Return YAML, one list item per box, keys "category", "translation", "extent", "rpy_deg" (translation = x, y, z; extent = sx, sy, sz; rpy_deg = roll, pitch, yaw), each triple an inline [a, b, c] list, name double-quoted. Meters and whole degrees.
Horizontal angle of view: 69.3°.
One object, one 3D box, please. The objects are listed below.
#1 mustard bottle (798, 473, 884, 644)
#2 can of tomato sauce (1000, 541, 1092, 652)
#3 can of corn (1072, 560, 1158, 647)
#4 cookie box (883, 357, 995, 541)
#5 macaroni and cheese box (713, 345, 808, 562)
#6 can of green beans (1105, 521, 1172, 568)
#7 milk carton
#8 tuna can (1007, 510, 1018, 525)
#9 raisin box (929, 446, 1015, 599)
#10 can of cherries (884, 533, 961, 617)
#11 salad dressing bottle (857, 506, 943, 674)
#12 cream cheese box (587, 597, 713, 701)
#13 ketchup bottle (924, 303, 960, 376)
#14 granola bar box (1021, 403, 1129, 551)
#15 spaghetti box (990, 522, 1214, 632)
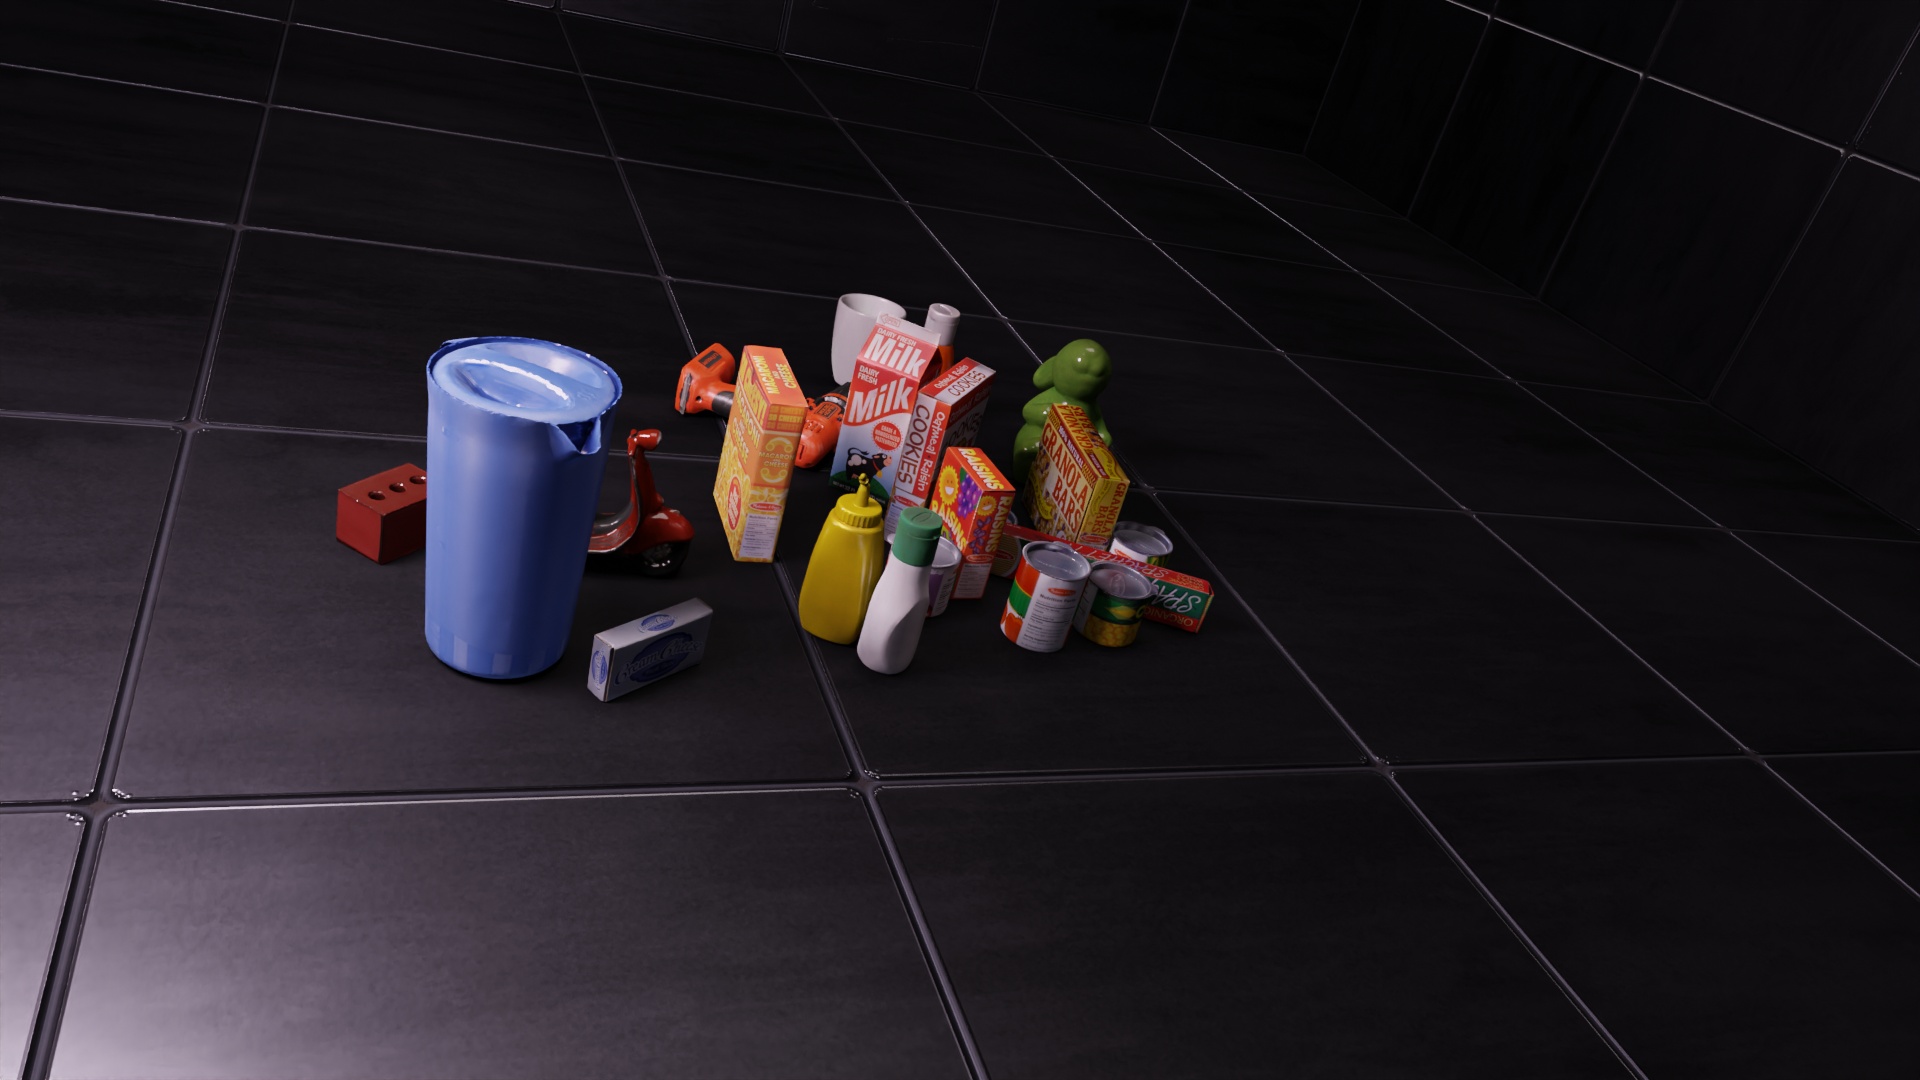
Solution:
- category: "mustard bottle"
  translation: [-0.095, 0.012, 1.193]
  extent: [0.065, 0.159, 0.049]
  rpy_deg: [21, 28, 7]
- category: "can of tomato sauce"
  translation: [0.079, 0.052, 1.295]
  extent: [0.071, 0.082, 0.071]
  rpy_deg: [13, 28, -7]
- category: "can of corn"
  translation: [0.148, 0.062, 1.339]
  extent: [0.071, 0.058, 0.071]
  rpy_deg: [13, 28, -7]
- category: "cookie box"
  translation: [-0.023, -0.089, 1.404]
  extent: [0.040, 0.166, 0.123]
  rpy_deg: [23, 29, 12]
- category: "macaroni and cheese box"
  translation: [-0.190, -0.082, 1.303]
  extent: [0.040, 0.165, 0.124]
  rpy_deg: [4, 31, -23]
- category: "can of green beans"
  translation: [0.178, 0.022, 1.428]
  extent: [0.071, 0.057, 0.071]
  rpy_deg: [13, 28, -7]
- category: "milk carton"
  translation: [-0.074, -0.139, 1.443]
  extent: [0.072, 0.189, 0.074]
  rpy_deg: [22, 28, 10]
- category: "tuna can"
  translation: [0.024, -0.015, 1.438]
  extent: [0.071, 0.032, 0.071]
  rpy_deg: [13, 28, -7]
- category: "raisin box"
  translation: [0.005, -0.017, 1.336]
  extent: [0.040, 0.122, 0.086]
  rpy_deg: [1, 32, -27]
- category: "can of cherries"
  translation: [-0.040, 0.030, 1.297]
  extent: [0.071, 0.058, 0.072]
  rpy_deg: [13, 28, -7]
- category: "salad dressing bottle"
  translation: [-0.049, 0.042, 1.176]
  extent: [0.044, 0.147, 0.064]
  rpy_deg: [29, 30, 22]
- category: "cream cheese box"
  translation: [-0.244, 0.085, 1.094]
  extent: [0.024, 0.053, 0.104]
  rpy_deg: [32, 32, 27]
- category: "ketchup bottle"
  translation: [-0.035, -0.201, 1.618]
  extent: [0.043, 0.148, 0.065]
  rpy_deg: [-3, 33, -32]
- category: "granola bar box"
  translation: [0.117, -0.052, 1.458]
  extent: [0.039, 0.123, 0.166]
  rpy_deg: [6, 30, -19]
- category: "spaghetti box"
  translation: [0.126, 0.033, 1.388]
  extent: [0.250, 0.050, 0.029]
  rpy_deg: [16, 28, -1]
